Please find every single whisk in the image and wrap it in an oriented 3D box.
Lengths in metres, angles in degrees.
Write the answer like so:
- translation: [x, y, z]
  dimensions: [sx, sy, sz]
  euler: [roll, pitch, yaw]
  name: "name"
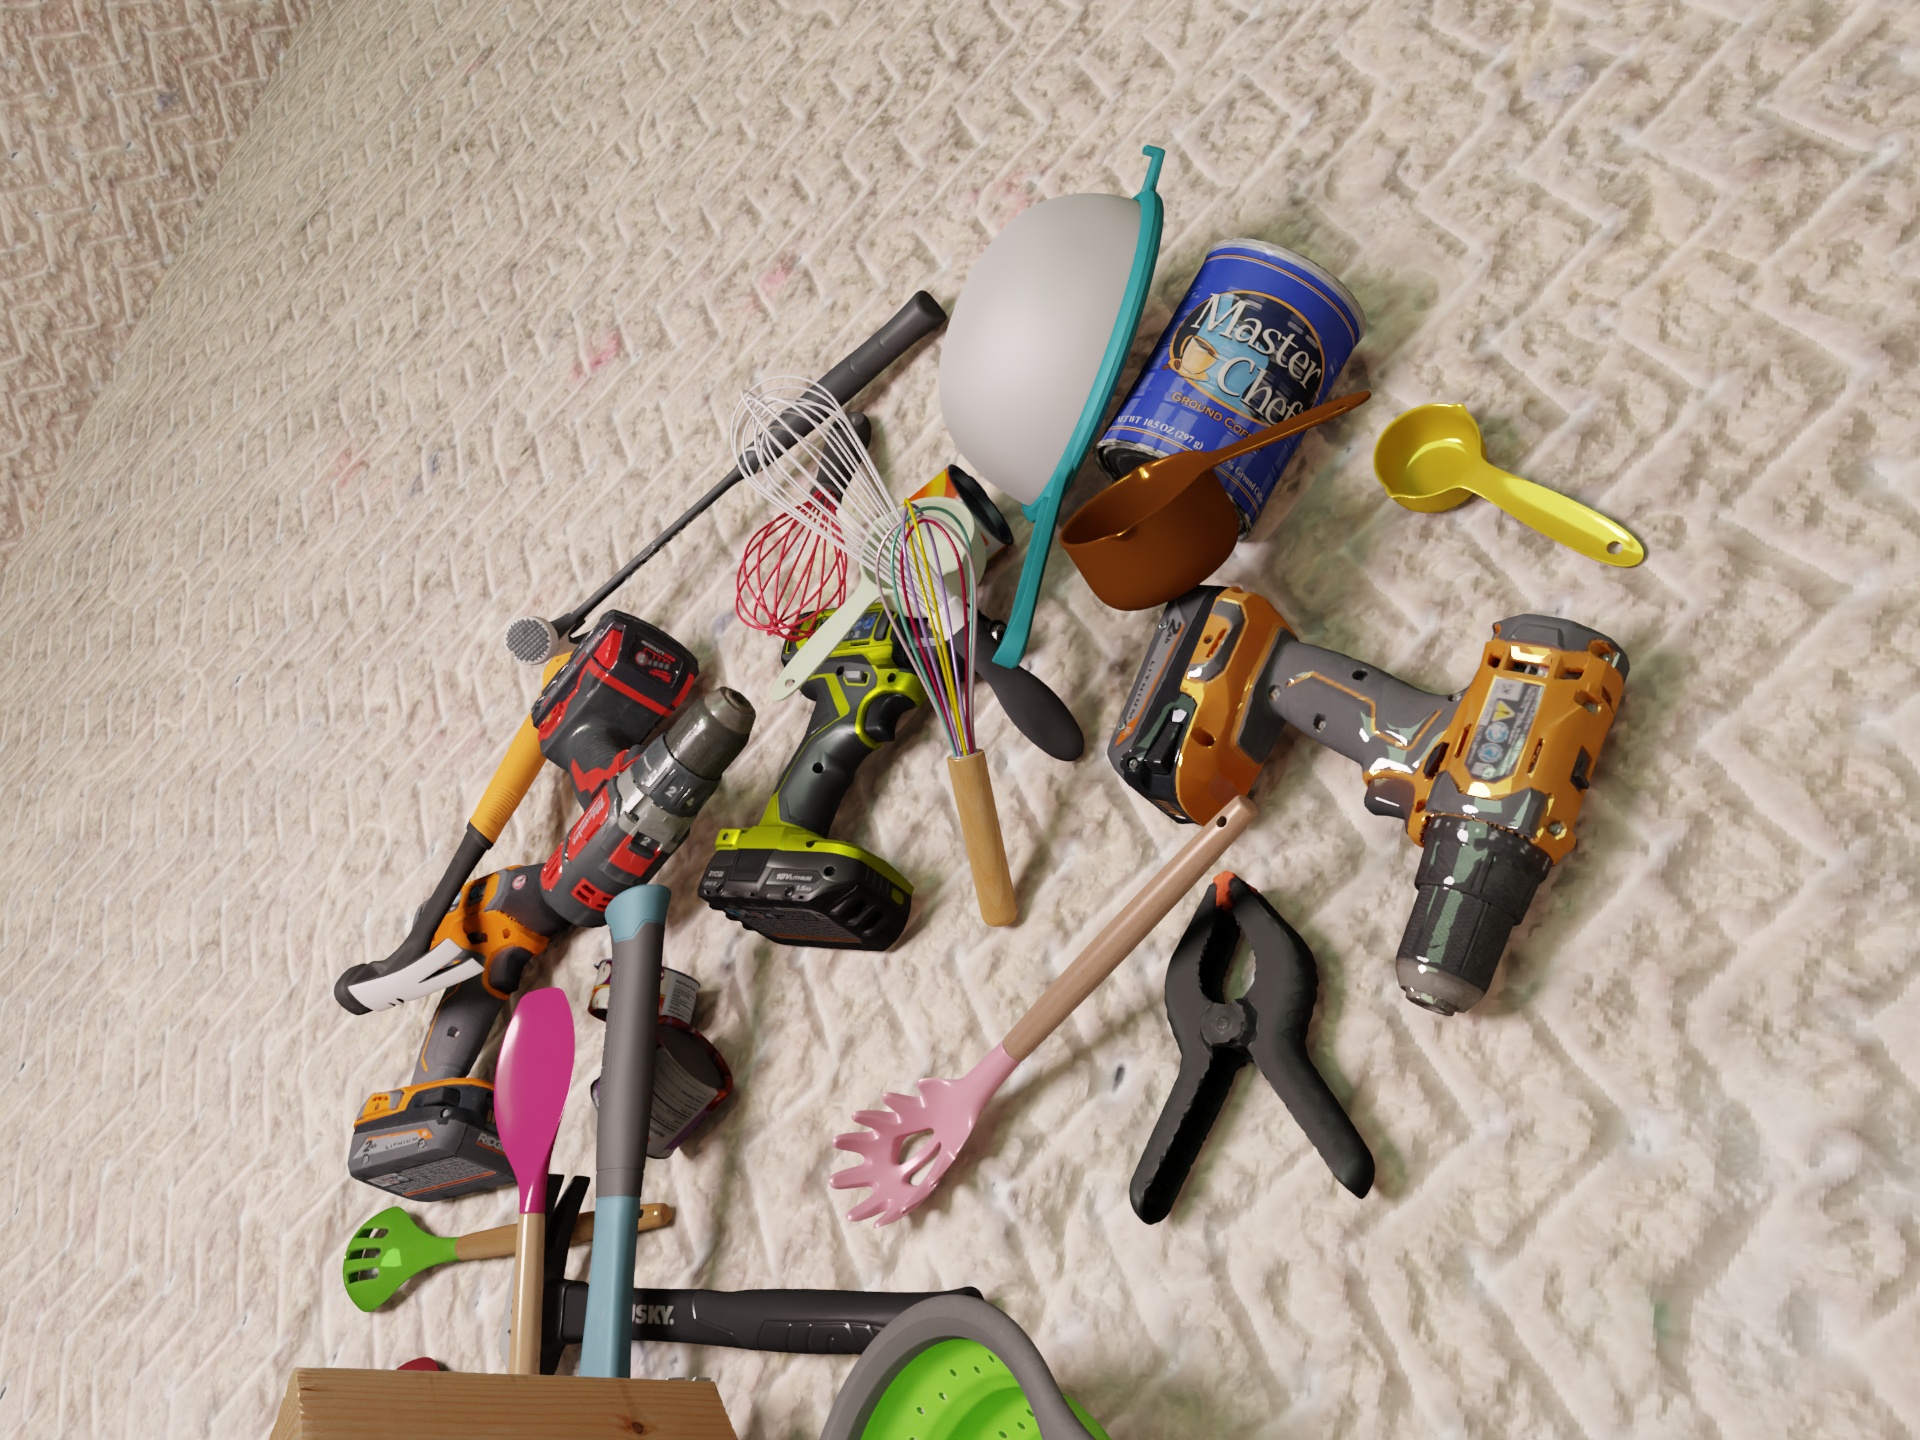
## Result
- translation: [-0.027, -0.082, 0.911]
  dimensions: [0.070, 0.284, 0.070]
  euler: [-42, 5, 5]
  name: "whisk"
- translation: [-0.097, -0.144, 1.092]
  dimensions: [0.073, 0.073, 0.296]
  euler: [-28, 27, 25]
  name: "whisk"
- translation: [-0.001, -0.003, 0.879]
  dimensions: [0.047, 0.051, 0.245]
  euler: [4, 110, 54]
  name: "whisk"

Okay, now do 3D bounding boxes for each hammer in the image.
- translation: [-0.194, 0.256, 0.898]
  dimensions: [0.128, 0.033, 0.331]
  euler: [-14, 64, 30]
  name: "hammer"
- translation: [-0.171, -0.183, 1.209]
  dimensions: [0.409, 0.036, 0.149]
  euler: [-41, 3, 2]
  name: "hammer"
- translation: [-0.130, 0.322, 0.873]
  dimensions: [0.335, 0.035, 0.146]
  euler: [-12, 67, 33]
  name: "hammer"
- translation: [-0.337, 0.063, 1.164]
  dimensions: [0.127, 0.034, 0.337]
  euler: [-21, 35, 32]
  name: "hammer"

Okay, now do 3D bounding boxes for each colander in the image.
- translation: [-0.026, 0.375, 0.733]
  dimensions: [0.397, 0.094, 0.205]
  euler: [-23, 52, 52]
  name: "colander"

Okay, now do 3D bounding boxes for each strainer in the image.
- translation: [0.028, -0.182, 0.939]
  dimensions: [0.211, 0.095, 0.341]
  euler: [121, 166, -57]
  name: "strainer"

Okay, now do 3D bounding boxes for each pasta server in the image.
- translation: [0.038, 0.149, 0.799]
  dimensions: [0.316, 0.040, 0.060]
  euler: [-51, 54, 25]
  name: "pasta server"

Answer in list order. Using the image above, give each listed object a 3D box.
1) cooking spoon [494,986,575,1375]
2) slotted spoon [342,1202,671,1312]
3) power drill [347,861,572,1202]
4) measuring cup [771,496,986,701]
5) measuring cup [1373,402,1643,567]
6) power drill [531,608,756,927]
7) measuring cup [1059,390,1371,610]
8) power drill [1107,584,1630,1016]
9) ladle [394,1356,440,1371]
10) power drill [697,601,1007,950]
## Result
- translation: [-0.252, 0.316, 0.931]
  dimensions: [0.069, 0.017, 0.319]
  euler: [-15, 66, 30]
  name: "cooking spoon"
- translation: [-0.306, 0.337, 1.034]
  dimensions: [0.314, 0.031, 0.070]
  euler: [-18, 54, 30]
  name: "slotted spoon"
- translation: [-0.328, 0.203, 1.102]
  dimensions: [0.164, 0.084, 0.227]
  euler: [-21, 47, 30]
  name: "power drill"
- translation: [-0.050, -0.065, 0.970]
  dimensions: [0.167, 0.038, 0.083]
  euler: [-48, 49, -11]
  name: "measuring cup"
- translation: [0.283, -0.113, 0.819]
  dimensions: [0.157, 0.029, 0.062]
  euler: [39, 92, 36]
  name: "measuring cup"
- translation: [-0.218, 0.012, 1.088]
  dimensions: [0.188, 0.080, 0.227]
  euler: [-48, 32, 15]
  name: "power drill"
- translation: [0.137, -0.111, 0.816]
  dimensions: [0.173, 0.052, 0.095]
  euler: [-23, 22, 24]
  name: "measuring cup"
- translation: [0.184, 0.029, 0.770]
  dimensions: [0.226, 0.084, 0.185]
  euler: [14, 75, 41]
  name: "power drill"
- translation: [-0.267, 0.456, 0.924]
  dimensions: [0.316, 0.031, 0.069]
  euler: [12, 73, 43]
  name: "ladle"
- translation: [-0.063, 0.024, 0.990]
  dimensions: [0.171, 0.080, 0.223]
  euler: [-3, 59, 41]
  name: "power drill"
